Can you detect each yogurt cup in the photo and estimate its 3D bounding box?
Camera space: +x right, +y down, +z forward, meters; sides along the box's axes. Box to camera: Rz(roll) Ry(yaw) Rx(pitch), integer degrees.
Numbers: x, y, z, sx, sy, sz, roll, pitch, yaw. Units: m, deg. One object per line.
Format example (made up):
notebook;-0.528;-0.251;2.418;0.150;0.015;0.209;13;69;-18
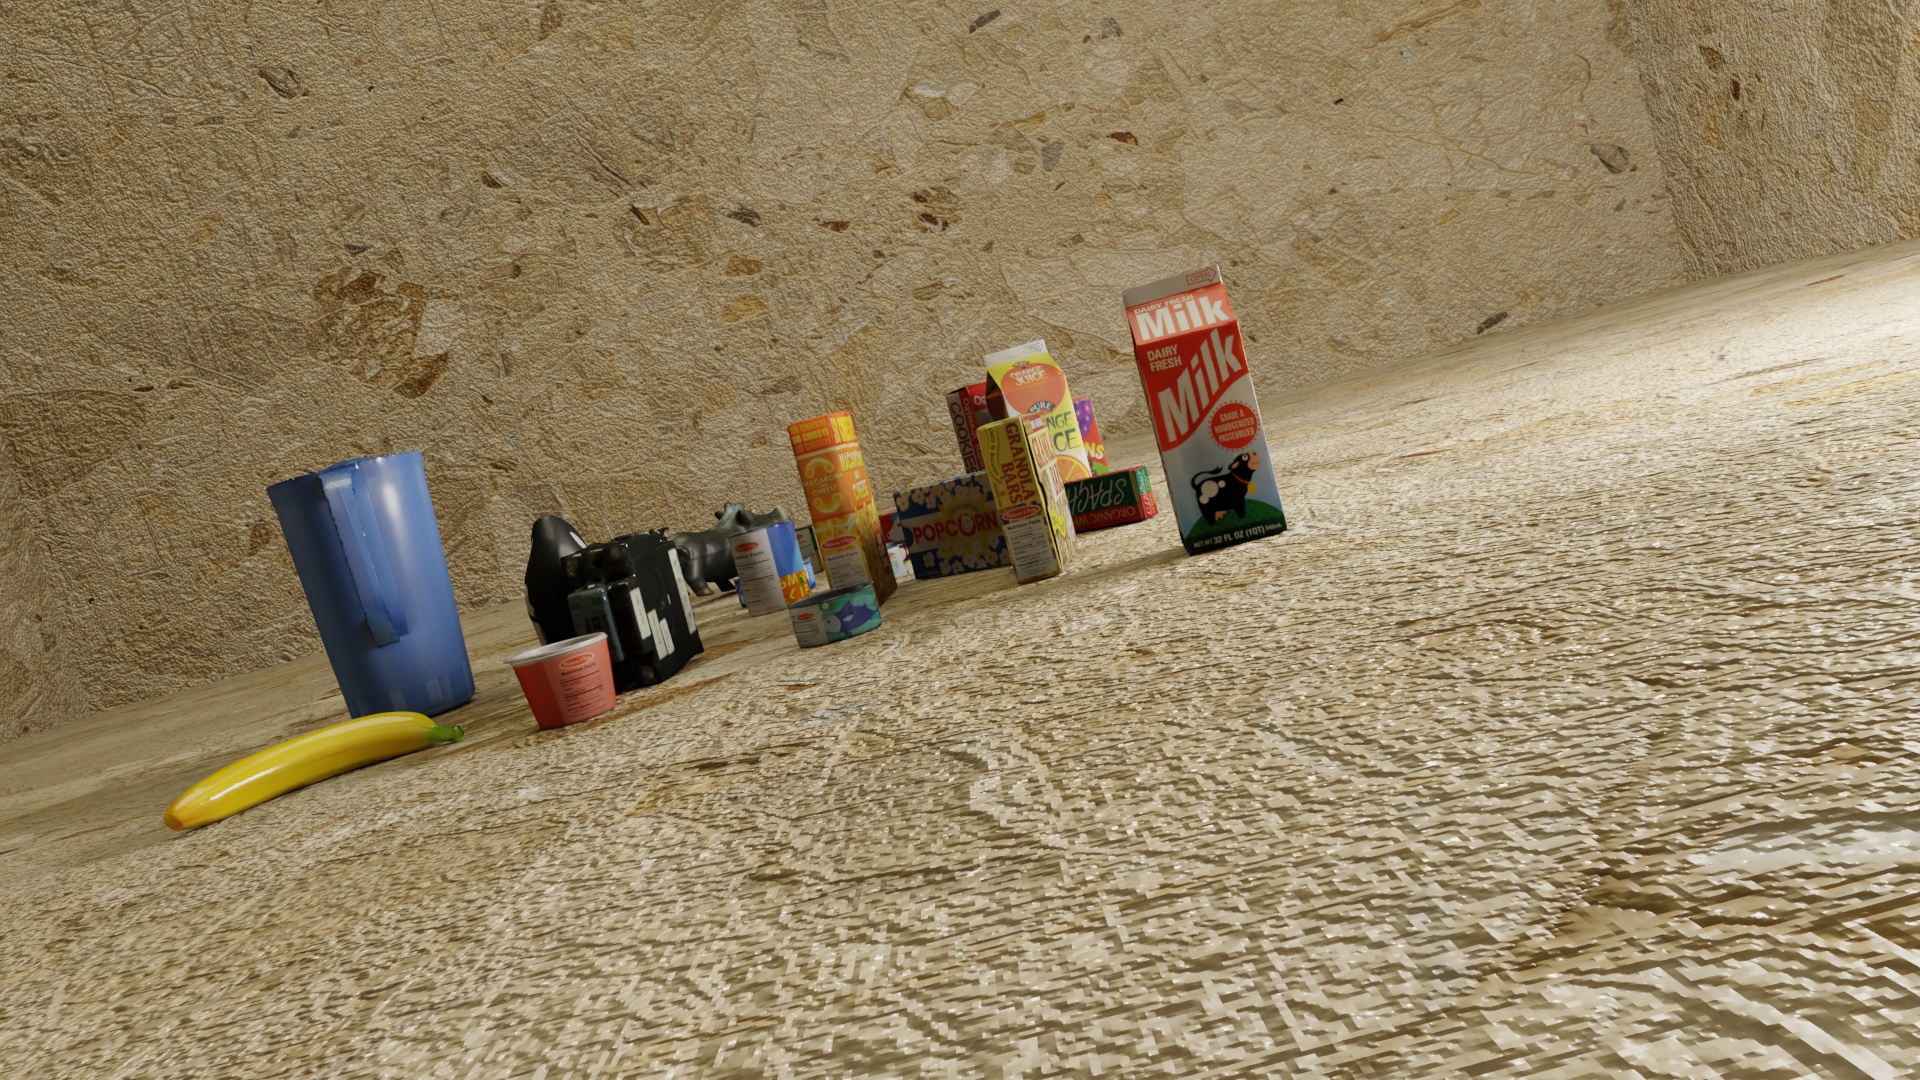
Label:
yogurt cup;-0.276;0.099;0.978;0.072;0.054;0.072;-15;4;1

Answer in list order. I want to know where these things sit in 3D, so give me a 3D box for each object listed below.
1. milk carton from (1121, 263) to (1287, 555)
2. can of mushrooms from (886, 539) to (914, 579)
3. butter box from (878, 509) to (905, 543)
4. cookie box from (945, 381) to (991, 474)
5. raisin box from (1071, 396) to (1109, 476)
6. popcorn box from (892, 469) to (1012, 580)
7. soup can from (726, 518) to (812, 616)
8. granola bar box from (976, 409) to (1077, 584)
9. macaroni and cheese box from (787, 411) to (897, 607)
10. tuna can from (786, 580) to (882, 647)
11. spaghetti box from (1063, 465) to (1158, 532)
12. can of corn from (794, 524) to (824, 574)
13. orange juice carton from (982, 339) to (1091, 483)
milk carton;0.169;-0.093;0.976;0.072;0.190;0.073;-15;4;7
can of mushrooms;-0.073;0.021;1.380;0.071;0.033;0.071;-15;5;1
butter box;-0.088;-0.006;1.630;0.103;0.053;0.024;-14;4;15
cookie box;0.058;-0.099;1.559;0.040;0.167;0.123;-11;6;45
raisin box;0.116;-0.090;1.542;0.086;0.123;0.040;-17;4;-24
popcorn box;0.004;-0.016;1.245;0.126;0.085;0.038;-11;6;43
soup can;-0.187;0.026;1.377;0.071;0.083;0.071;-15;4;1
granola bar box;0.057;-0.040;1.118;0.039;0.124;0.166;-15;4;10
macaroni and cheese box;-0.101;-0.026;1.205;0.040;0.166;0.124;-15;4;6
tuna can;-0.092;0.055;1.040;0.071;0.033;0.071;-15;5;1
spaghetti box;0.079;-0.026;1.348;0.249;0.050;0.029;-11;6;41
can of corn;-0.206;0.017;1.703;0.071;0.058;0.071;-15;4;1
orange juice carton;0.080;-0.110;1.455;0.072;0.192;0.073;-16;4;-14
